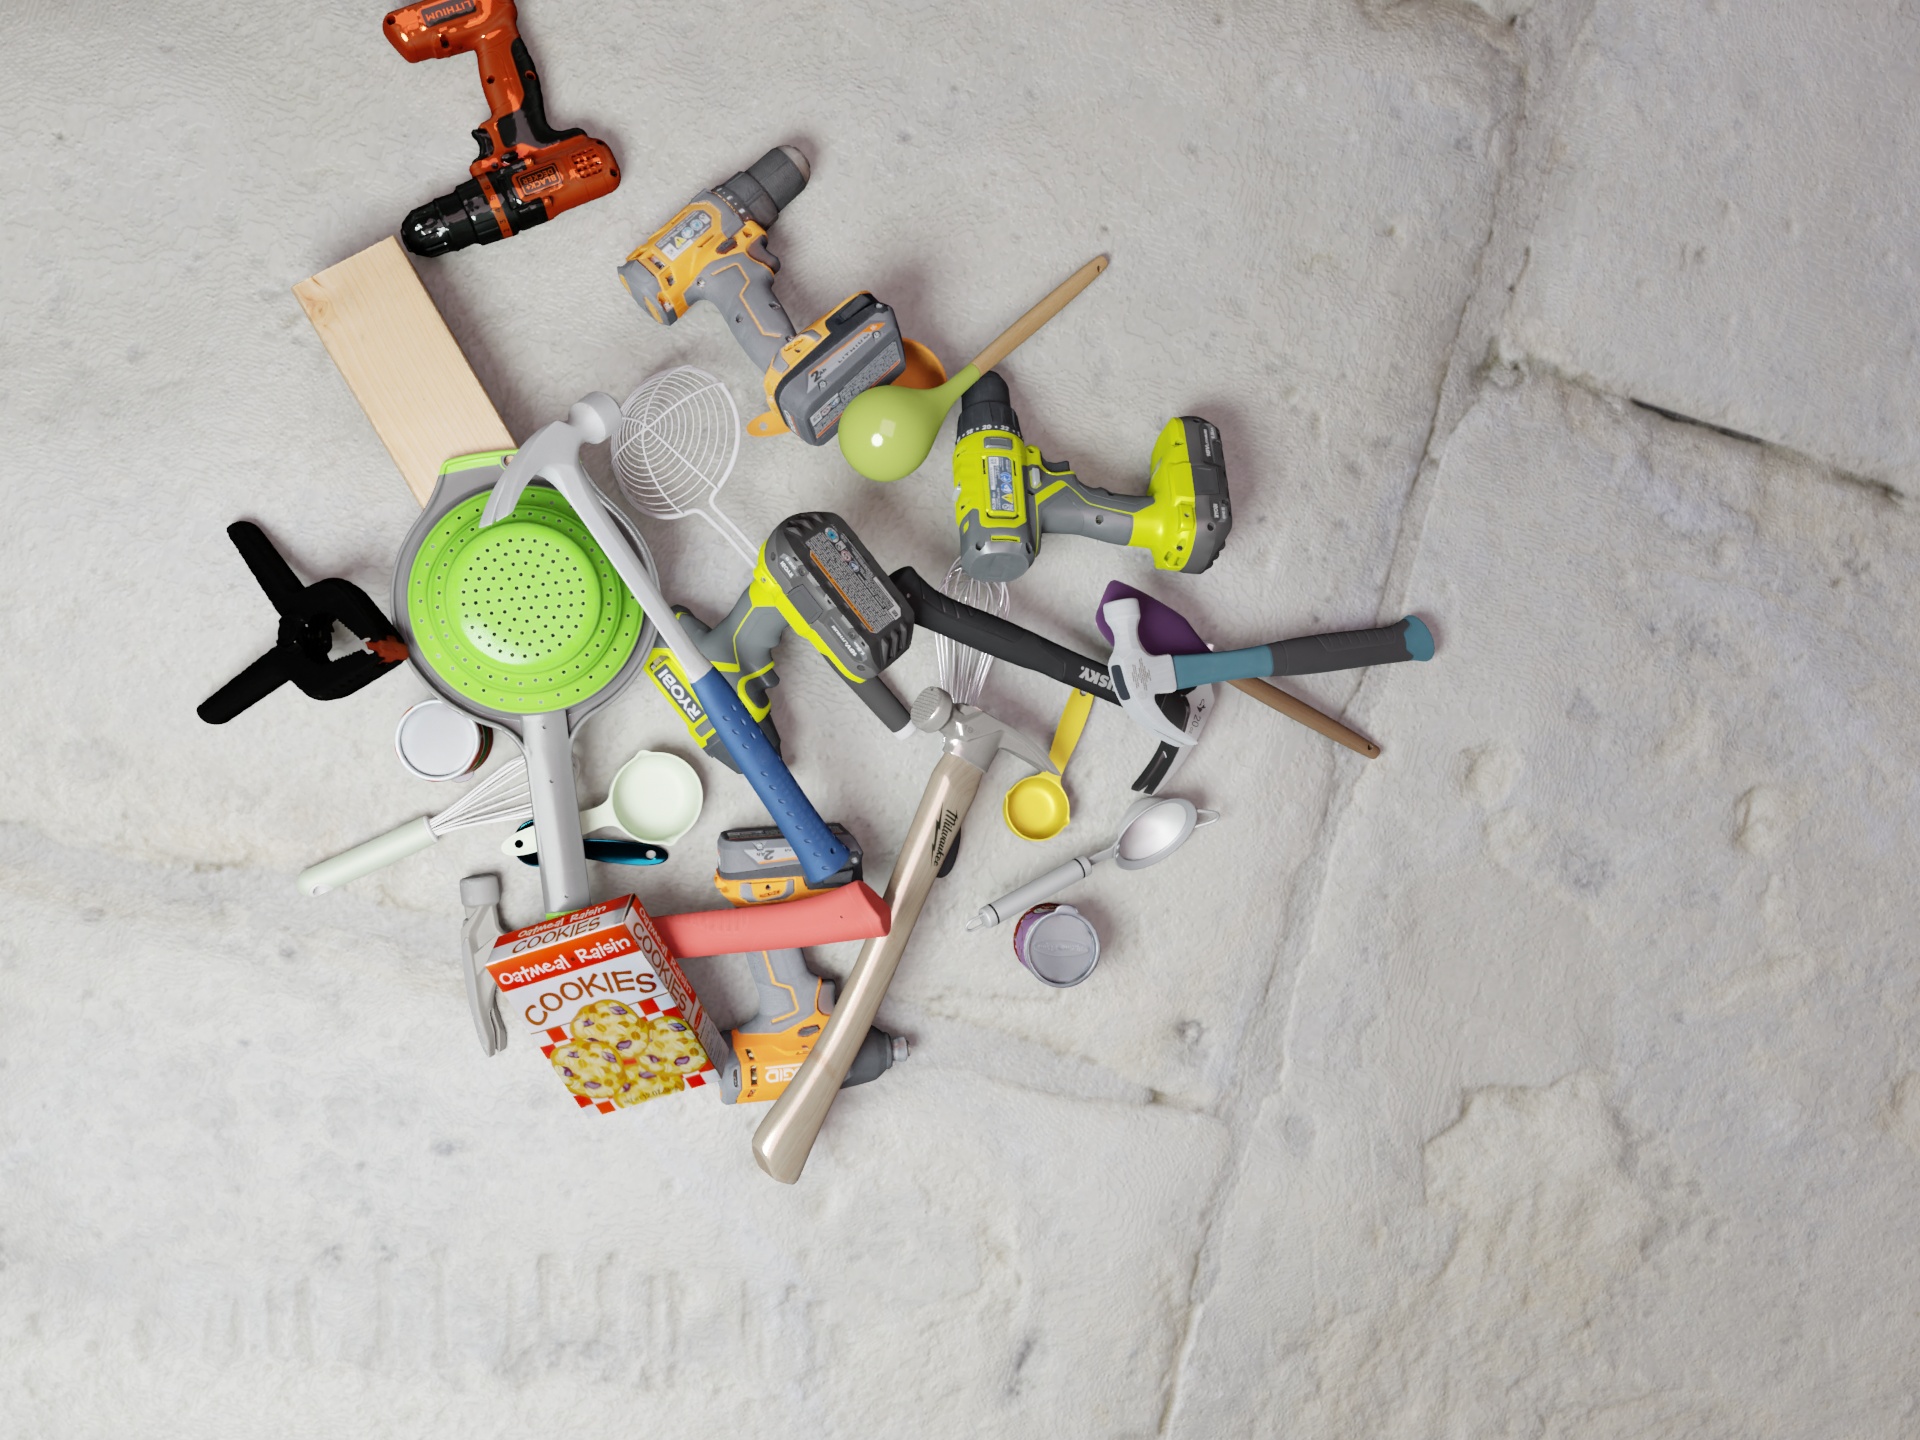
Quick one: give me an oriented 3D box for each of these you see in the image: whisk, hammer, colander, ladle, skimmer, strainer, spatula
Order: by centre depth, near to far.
[{"bbox_3d":[-0.205,-0.040,1.196,0.405,0.035,0.144,59,43,-21],"label":"hammer"},{"bbox_3d":[-0.318,-0.011,1.205,0.204,0.094,0.397,-7,94,-13],"label":"colander"},{"bbox_3d":[-0.230,0.183,1.274,0.359,0.036,0.149,-7,93,12],"label":"hammer"},{"bbox_3d":[-0.426,0.085,1.302,0.246,0.057,0.059,-25,61,-6],"label":"whisk"},{"bbox_3d":[-0.054,0.185,1.304,0.146,0.038,0.411,29,82,-33],"label":"hammer"},{"bbox_3d":[0.018,-0.306,1.332,0.320,0.062,0.078,-45,126,-29],"label":"ladle"},{"bbox_3d":[0.072,-0.047,1.339,0.334,0.035,0.146,21,87,-27],"label":"hammer"},{"bbox_3d":[-0.154,-0.134,1.344,0.127,0.090,0.363,-34,109,19],"label":"skimmer"},{"bbox_3d":[-0.003,-0.004,1.366,0.070,0.070,0.284,6,95,-10],"label":"whisk"},{"bbox_3d":[0.110,0.120,1.369,0.258,0.086,0.050,-25,51,-24],"label":"strainer"},{"bbox_3d":[0.276,-0.055,1.380,0.331,0.033,0.128,-8,89,-25],"label":"hammer"},{"bbox_3d":[0.247,-0.033,1.393,0.315,0.018,0.060,26,78,-22],"label":"spatula"}]

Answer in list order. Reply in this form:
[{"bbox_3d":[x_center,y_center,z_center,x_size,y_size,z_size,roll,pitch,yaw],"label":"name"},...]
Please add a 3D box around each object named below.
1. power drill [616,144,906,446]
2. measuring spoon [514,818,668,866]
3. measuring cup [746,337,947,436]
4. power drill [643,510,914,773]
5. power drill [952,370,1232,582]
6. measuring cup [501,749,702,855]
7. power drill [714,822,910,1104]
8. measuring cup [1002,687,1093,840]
[{"bbox_3d":[-0.143,-0.355,1.297,0.185,0.084,0.226,-44,74,-8],"label":"power drill"},{"bbox_3d":[-0.310,0.105,1.336,0.128,0.021,0.042,8,106,-19],"label":"measuring spoon"},{"bbox_3d":[-0.097,-0.265,1.346,0.173,0.052,0.095,-17,94,-7],"label":"measuring cup"},{"bbox_3d":[-0.148,-0.051,1.273,0.171,0.223,0.080,52,38,-5],"label":"power drill"},{"bbox_3d":[0.104,-0.208,1.354,0.228,0.080,0.191,2,65,-11],"label":"power drill"},{"bbox_3d":[-0.297,0.078,1.315,0.167,0.038,0.083,-19,96,-16],"label":"measuring cup"},{"bbox_3d":[-0.126,0.204,1.337,0.164,0.084,0.226,-3,95,-12],"label":"power drill"},{"bbox_3d":[0.083,0.034,1.400,0.062,0.029,0.156,25,76,-8],"label":"measuring cup"}]
